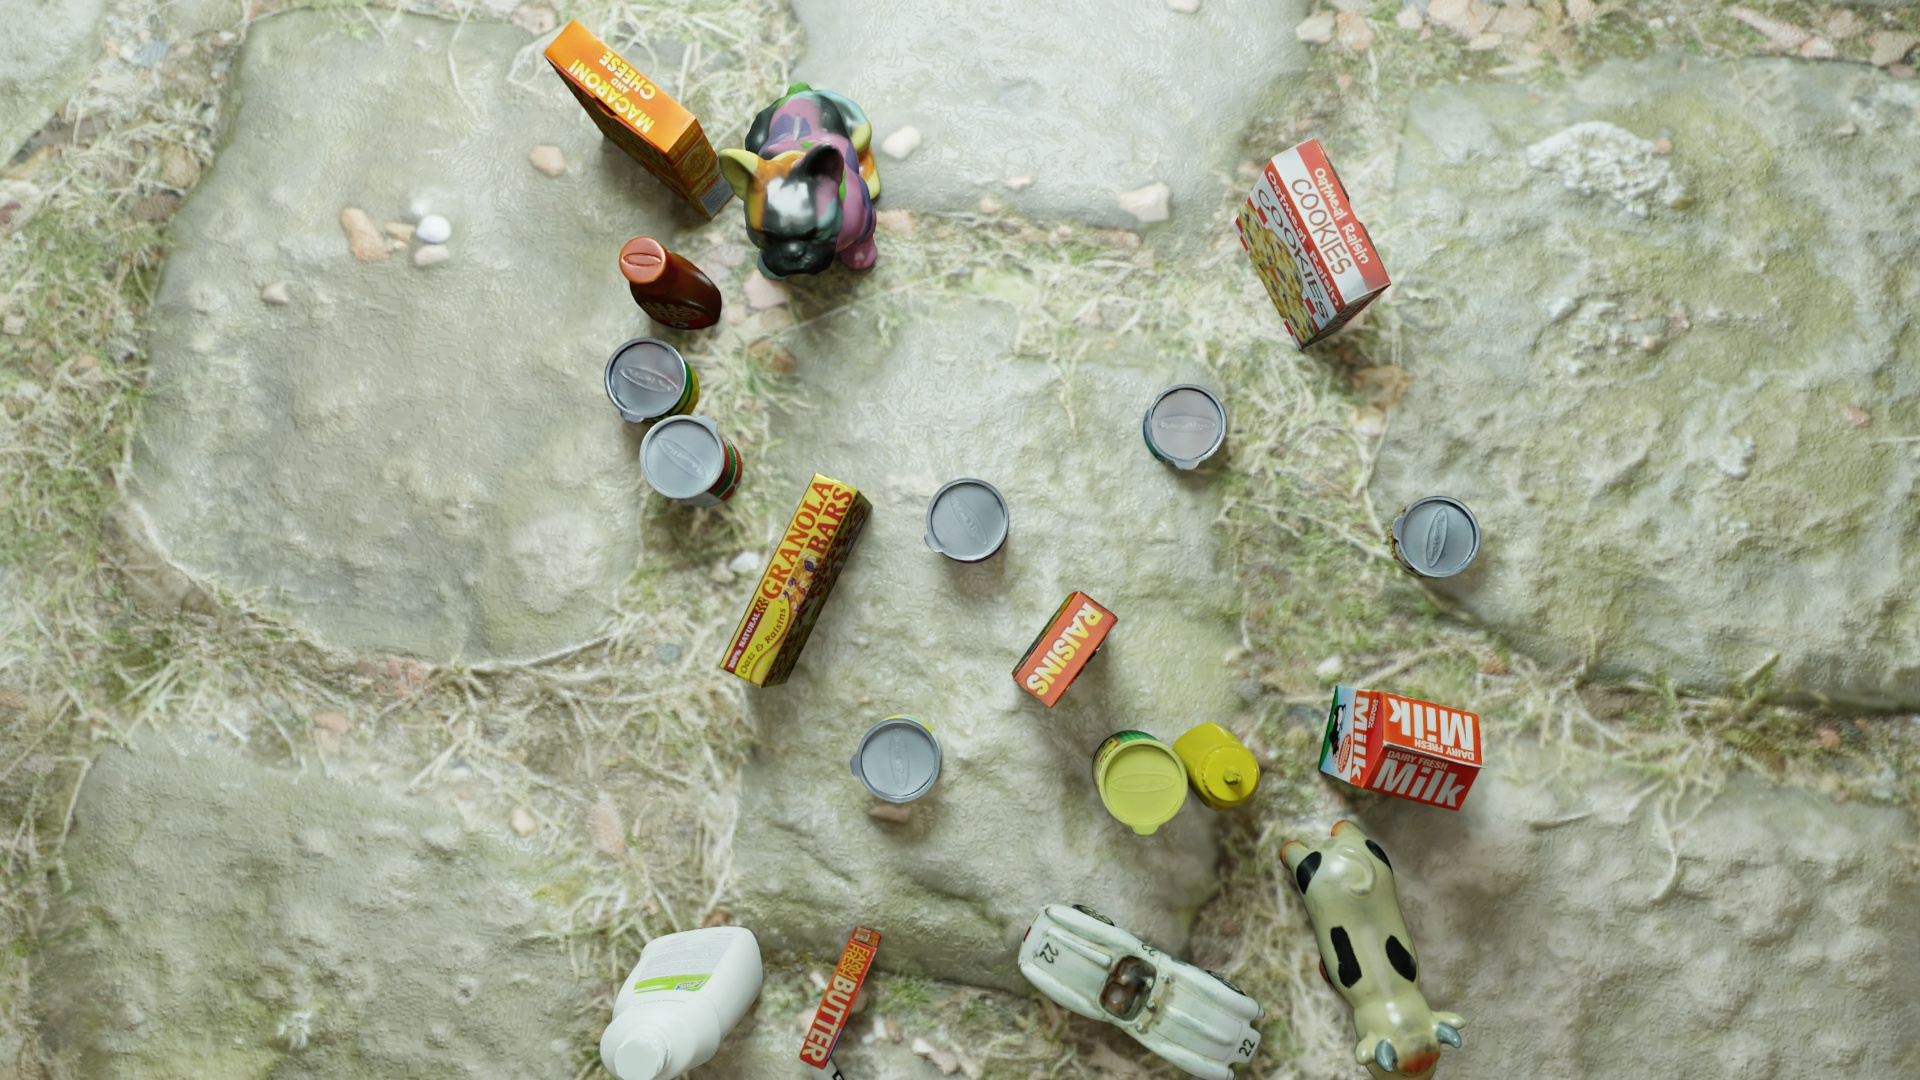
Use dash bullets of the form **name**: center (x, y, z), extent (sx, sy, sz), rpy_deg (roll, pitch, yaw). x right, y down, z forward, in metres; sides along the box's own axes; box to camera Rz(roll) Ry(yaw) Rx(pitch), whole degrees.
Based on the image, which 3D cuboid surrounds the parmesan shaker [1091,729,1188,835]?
- **parmesan shaker**: center (0.138, 0.187, 1.086), extent (0.071, 0.103, 0.071), rpy_deg (0, 86, 1)

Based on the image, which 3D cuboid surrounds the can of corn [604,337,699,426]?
- **can of corn**: center (-0.253, -0.126, 1.142), extent (0.071, 0.058, 0.071), rpy_deg (0, 86, 1)

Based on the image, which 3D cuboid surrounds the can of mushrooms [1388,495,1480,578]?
- **can of mushrooms**: center (0.382, -0.003, 1.130), extent (0.071, 0.033, 0.071), rpy_deg (0, 86, 1)

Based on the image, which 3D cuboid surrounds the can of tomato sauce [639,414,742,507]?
- **can of tomato sauce**: center (-0.215, -0.064, 1.123), extent (0.071, 0.083, 0.071), rpy_deg (0, 86, 1)

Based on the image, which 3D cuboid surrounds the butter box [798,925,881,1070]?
- **butter box**: center (-0.095, 0.361, 1.103), extent (0.024, 0.053, 0.103), rpy_deg (24, 87, 3)

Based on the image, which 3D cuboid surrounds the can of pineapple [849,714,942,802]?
- **can of pineapple**: center (-0.050, 0.173, 1.114), extent (0.071, 0.058, 0.071), rpy_deg (0, 86, 1)

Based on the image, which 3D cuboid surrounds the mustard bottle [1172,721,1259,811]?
- **mustard bottle**: center (0.199, 0.175, 1.057), extent (0.049, 0.160, 0.065), rpy_deg (-31, 86, -1)

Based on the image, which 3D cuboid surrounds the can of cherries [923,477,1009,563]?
- **can of cherries**: center (0.004, -0.014, 1.127), extent (0.071, 0.058, 0.071), rpy_deg (0, 86, 1)

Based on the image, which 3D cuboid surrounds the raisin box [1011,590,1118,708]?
- **raisin box**: center (0.079, 0.085, 1.085), extent (0.040, 0.123, 0.086), rpy_deg (37, 88, 3)

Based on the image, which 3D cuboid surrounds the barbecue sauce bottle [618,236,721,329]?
- **barbecue sauce bottle**: center (-0.234, -0.204, 1.102), extent (0.065, 0.148, 0.043), rpy_deg (4, 86, 2)

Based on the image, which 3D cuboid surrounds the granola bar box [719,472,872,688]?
- **granola bar box**: center (-0.127, 0.032, 1.093), extent (0.039, 0.124, 0.165), rpy_deg (26, 87, 3)

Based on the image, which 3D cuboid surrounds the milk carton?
- **milk carton**: center (0.329, 0.154, 1.040), extent (0.072, 0.190, 0.073), rpy_deg (13, 87, 2)

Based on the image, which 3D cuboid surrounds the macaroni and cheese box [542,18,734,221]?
- **macaroni and cheese box**: center (-0.250, -0.328, 1.103), extent (0.124, 0.166, 0.040), rpy_deg (40, 88, 4)

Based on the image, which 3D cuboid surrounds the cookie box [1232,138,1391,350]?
- **cookie box**: center (0.270, -0.226, 1.083), extent (0.040, 0.167, 0.123), rpy_deg (-26, 86, 0)

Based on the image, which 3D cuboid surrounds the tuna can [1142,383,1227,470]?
- **tuna can**: center (0.184, -0.091, 1.142), extent (0.071, 0.033, 0.071), rpy_deg (0, 86, 1)
